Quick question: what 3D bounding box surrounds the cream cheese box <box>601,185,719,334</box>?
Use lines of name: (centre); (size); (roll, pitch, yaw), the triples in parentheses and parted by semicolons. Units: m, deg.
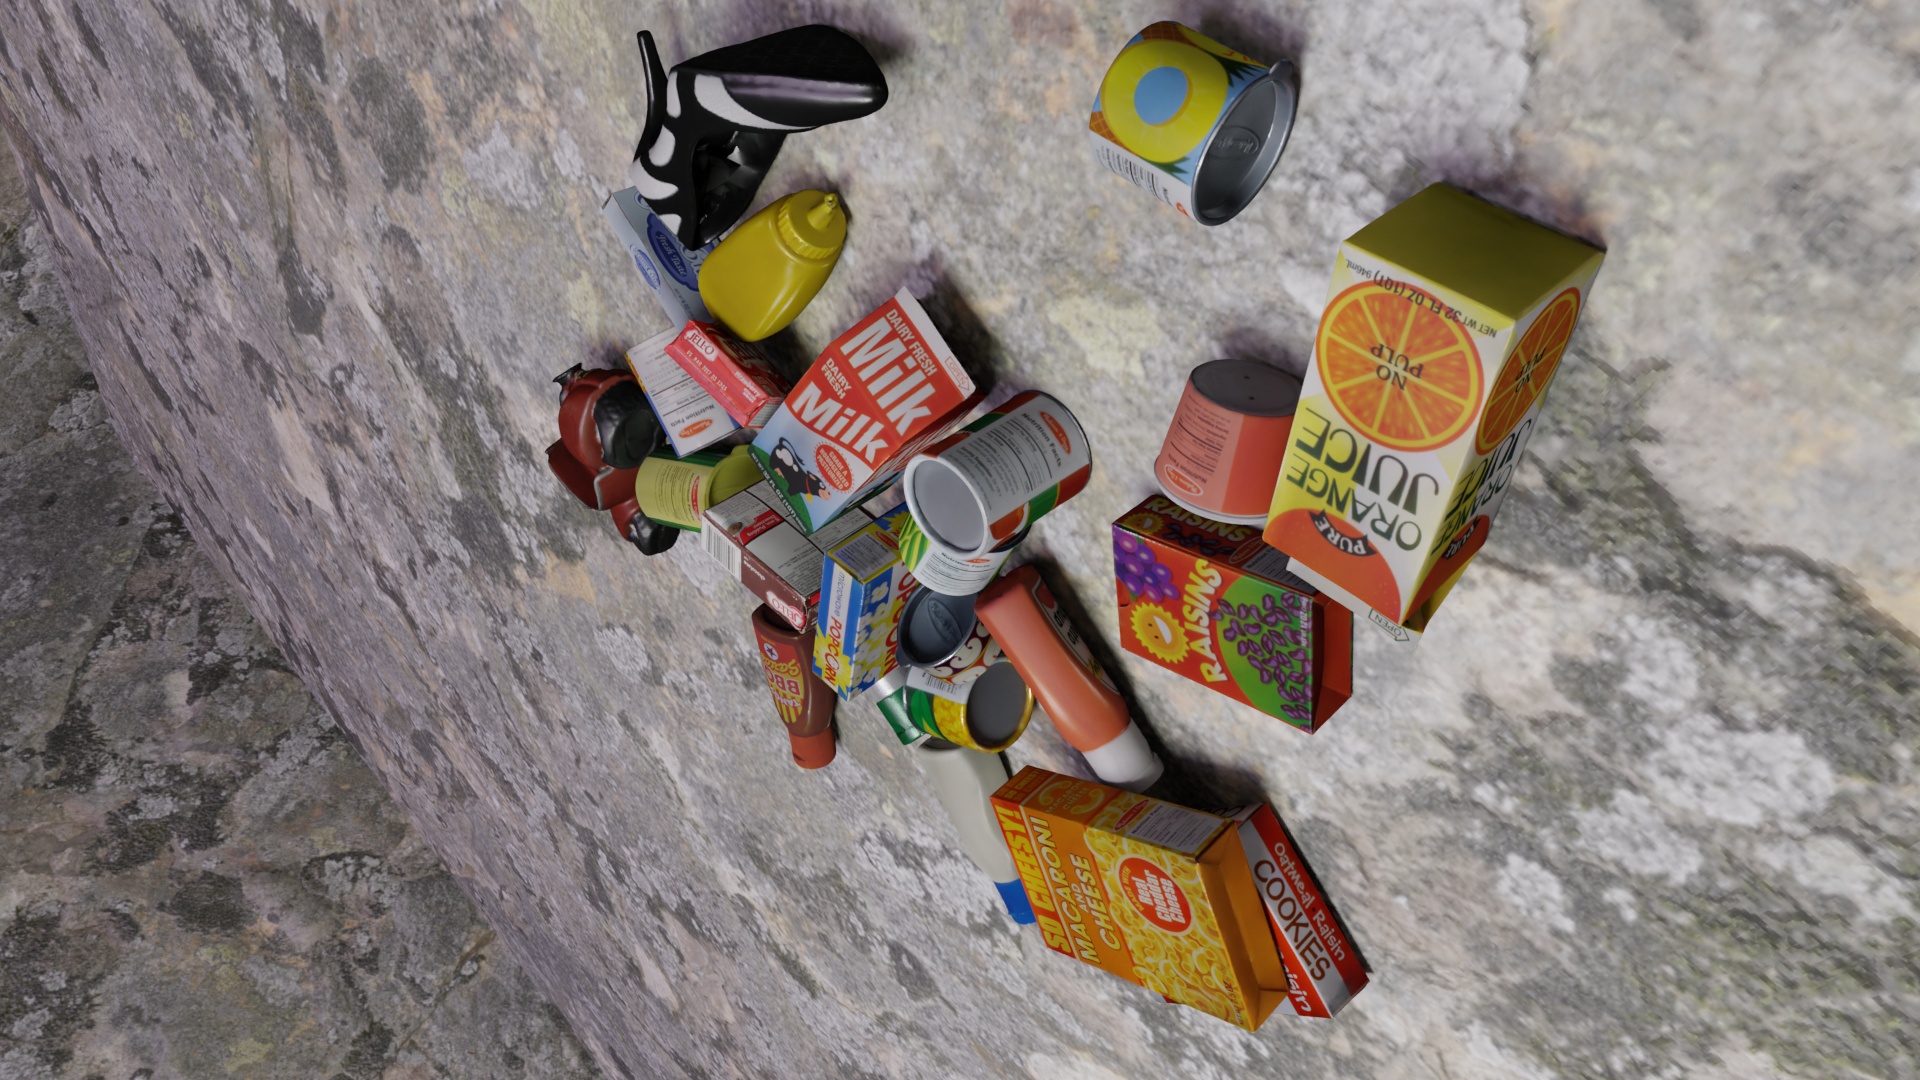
cream cheese box: (-0.187, -0.190, 0.922); (0.104, 0.053, 0.024); (58, 144, -1)

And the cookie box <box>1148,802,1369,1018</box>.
cookie box: (0.152, 0.225, 0.852); (0.123, 0.040, 0.167); (59, 147, -4)

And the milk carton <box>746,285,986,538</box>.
milk carton: (-0.052, -0.078, 0.827); (0.072, 0.074, 0.189); (55, 146, 3)

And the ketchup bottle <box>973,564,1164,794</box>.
ketchup bottle: (0.066, 0.086, 0.831); (0.148, 0.043, 0.065); (55, -171, -6)

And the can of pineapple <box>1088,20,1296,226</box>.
can of pineapple: (0.096, -0.173, 0.571); (0.058, 0.071, 0.070); (38, 142, 26)

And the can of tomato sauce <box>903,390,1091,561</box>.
can of tomato sauce: (0.019, -0.035, 0.763); (0.071, 0.083, 0.070); (31, 138, 33)

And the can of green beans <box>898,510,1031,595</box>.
can of green beans: (0.002, -0.008, 0.822); (0.071, 0.071, 0.057); (49, 146, 11)

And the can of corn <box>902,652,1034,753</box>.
can of corn: (0.007, 0.103, 0.910); (0.058, 0.071, 0.071); (10, 125, 47)

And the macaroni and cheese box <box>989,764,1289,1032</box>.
macaroni and cheese box: (0.103, 0.207, 0.823); (0.166, 0.040, 0.123); (6, 122, 50)

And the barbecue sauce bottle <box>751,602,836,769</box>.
barbecue sauce bottle: (-0.126, 0.117, 1.109); (0.065, 0.044, 0.147); (25, 135, 36)

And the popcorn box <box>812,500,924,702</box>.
popcorn box: (-0.051, 0.038, 0.910); (0.038, 0.085, 0.126); (39, 142, 23)

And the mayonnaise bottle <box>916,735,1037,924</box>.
mayonnaise bottle: (0.023, 0.204, 0.996); (0.064, 0.041, 0.147); (-7, 113, 55)

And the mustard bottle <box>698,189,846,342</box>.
mustard bottle: (-0.106, -0.172, 0.839); (0.065, 0.049, 0.159); (55, 146, -7)

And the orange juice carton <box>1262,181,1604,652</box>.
orange juice carton: (0.181, -0.038, 0.567); (0.072, 0.073, 0.191); (35, 141, 29)

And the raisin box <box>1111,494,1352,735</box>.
raisin box: (0.138, 0.036, 0.714); (0.123, 0.040, 0.085); (24, 135, 40)

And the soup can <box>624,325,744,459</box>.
soup can: (-0.188, -0.110, 0.982); (0.071, 0.072, 0.083); (-13, 106, 55)

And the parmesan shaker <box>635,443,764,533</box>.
parmesan shaker: (-0.189, -0.040, 1.040); (0.103, 0.071, 0.071); (11, 125, 48)

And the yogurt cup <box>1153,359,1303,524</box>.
yogurt cup: (0.127, -0.048, 0.638); (0.072, 0.073, 0.053); (32, 131, 32)

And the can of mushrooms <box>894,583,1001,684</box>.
can of mushrooms: (-0.007, 0.056, 0.872); (0.071, 0.071, 0.033); (13, 164, 46)

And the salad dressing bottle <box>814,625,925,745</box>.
salad dressing bottle: (-0.067, 0.077, 1.000); (0.147, 0.044, 0.064); (55, 148, 2)
